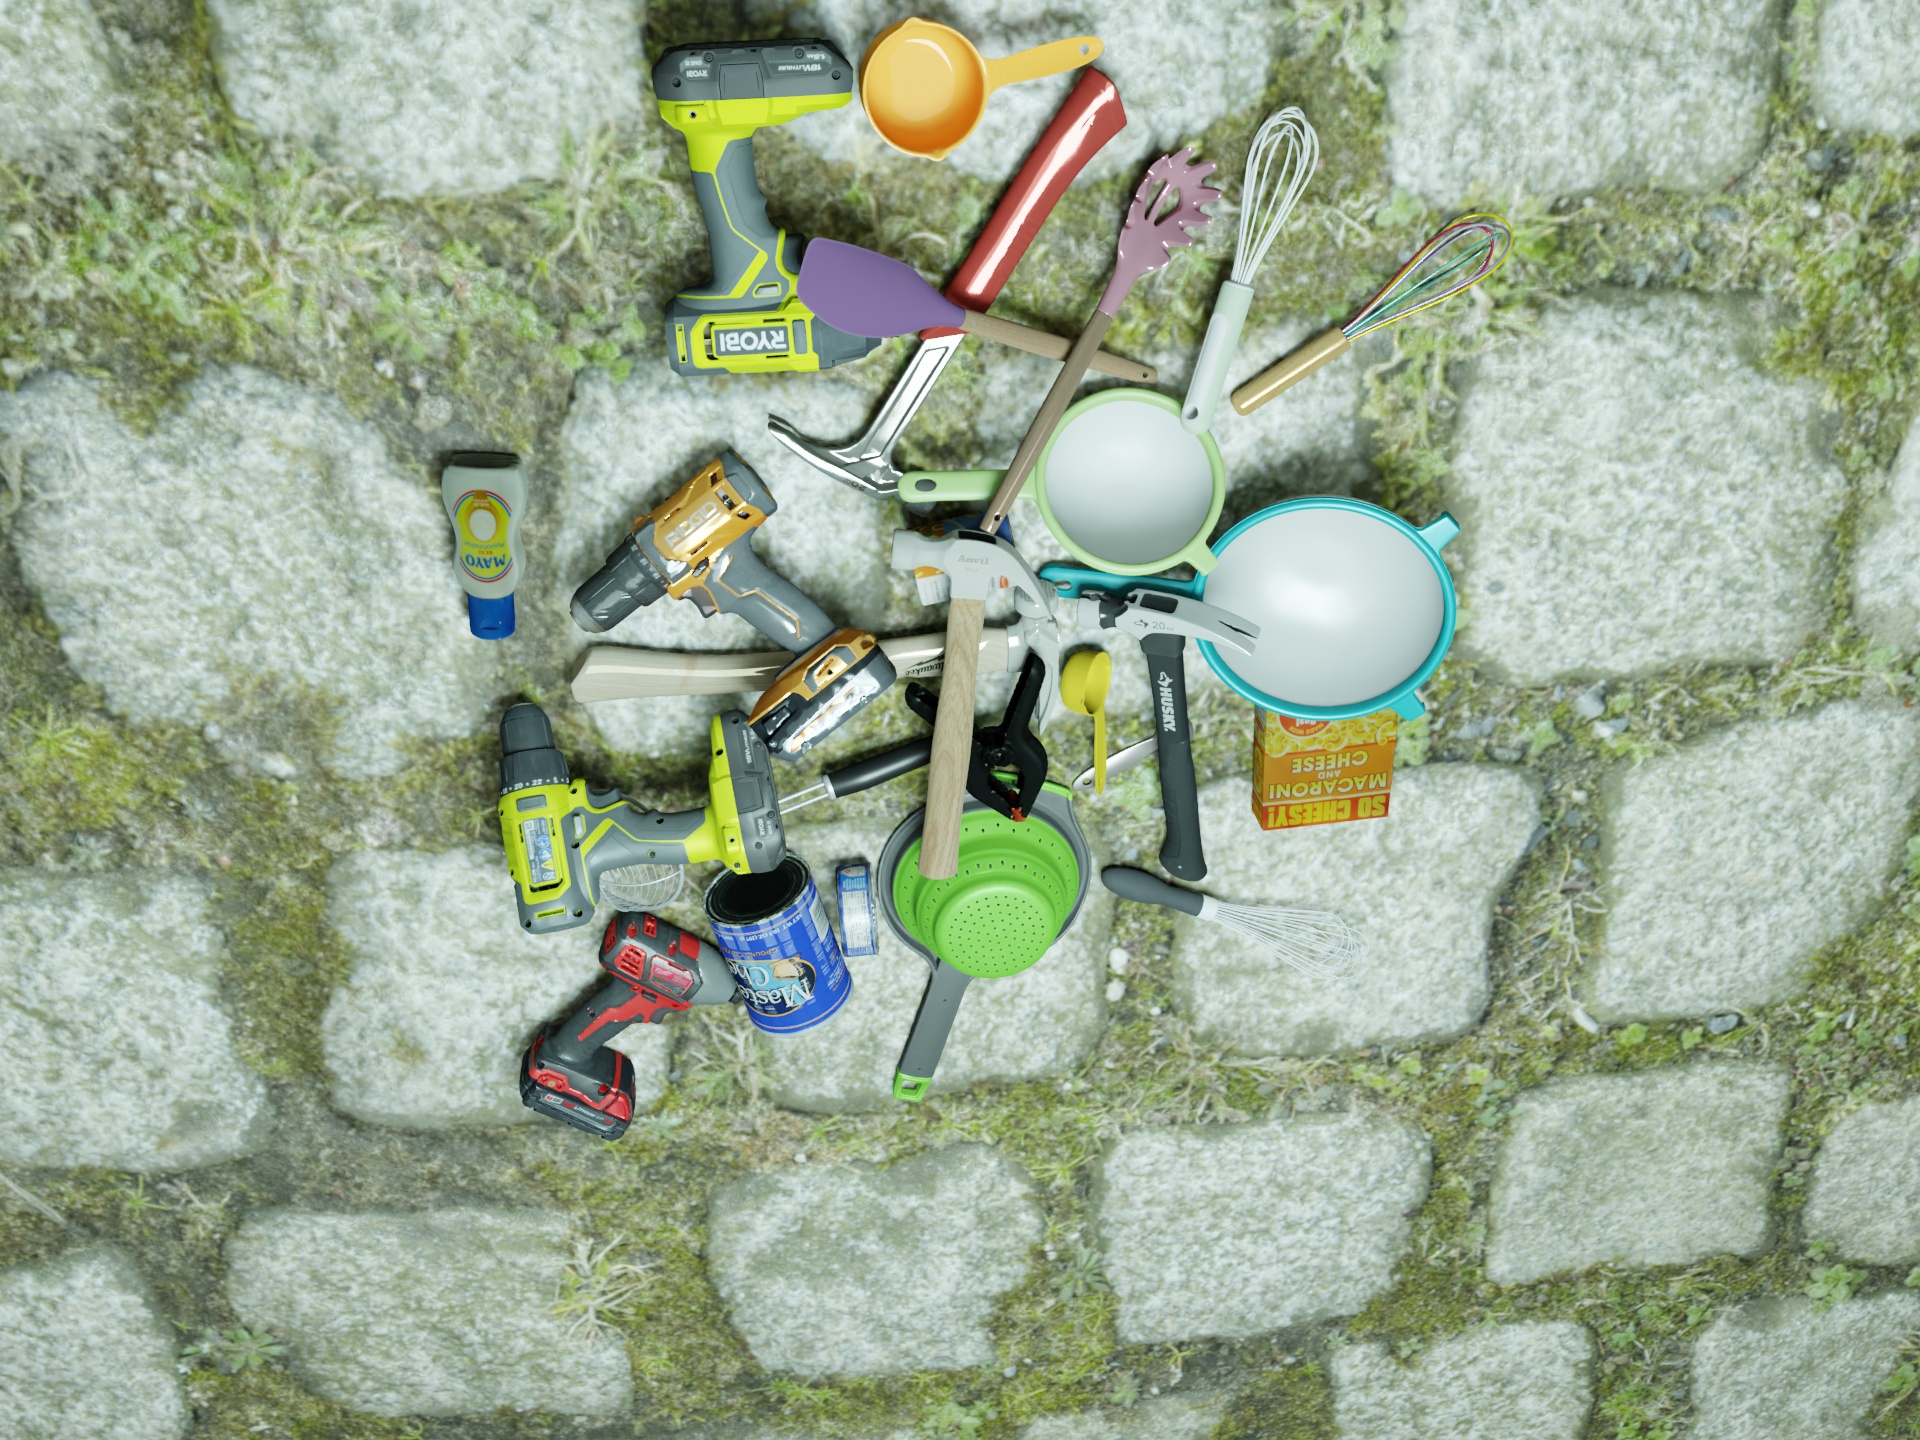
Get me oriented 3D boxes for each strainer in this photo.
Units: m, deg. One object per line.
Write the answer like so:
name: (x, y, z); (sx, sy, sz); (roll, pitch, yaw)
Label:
strainer: (0.078, -0.182, 1.267); (0.256, 0.069, 0.151); (-2, 82, -2)
strainer: (0.240, -0.118, 1.337); (0.340, 0.095, 0.210); (8, 127, 12)

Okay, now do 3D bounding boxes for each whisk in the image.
whisk: (0.319, -0.317, 1.250); (0.245, 0.051, 0.047); (-32, 99, 17)
whisk: (0.266, 0.189, 1.536); (0.284, 0.070, 0.070); (19, 117, -13)
whisk: (0.211, -0.334, 1.196); (0.059, 0.058, 0.246); (-5, 118, -48)

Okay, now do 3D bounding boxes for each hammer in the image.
hammer: (0.193, 0.024, 1.392); (0.146, 0.035, 0.334); (8, 136, 21)
hammer: (-0.002, -0.004, 1.314); (0.130, 0.031, 0.331); (4, 123, -3)
hammer: (-0.121, -0.038, 1.355); (0.410, 0.038, 0.146); (-4, 129, -2)
hammer: (0.001, -0.328, 1.201); (0.149, 0.037, 0.359); (26, 115, -21)

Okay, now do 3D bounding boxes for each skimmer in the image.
skimmer: (-0.179, 0.070, 1.421); (0.363, 0.090, 0.127); (-21, 114, -6)

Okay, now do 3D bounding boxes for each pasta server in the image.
pasta server: (0.097, -0.281, 1.196); (0.060, 0.040, 0.316); (26, 97, -22)

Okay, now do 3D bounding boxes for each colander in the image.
colander: (0.004, 0.238, 1.505); (0.204, 0.095, 0.396); (11, 118, -14)

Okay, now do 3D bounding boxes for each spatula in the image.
spatula: (0.021, -0.291, 1.184); (0.315, 0.018, 0.059); (8, 109, -32)

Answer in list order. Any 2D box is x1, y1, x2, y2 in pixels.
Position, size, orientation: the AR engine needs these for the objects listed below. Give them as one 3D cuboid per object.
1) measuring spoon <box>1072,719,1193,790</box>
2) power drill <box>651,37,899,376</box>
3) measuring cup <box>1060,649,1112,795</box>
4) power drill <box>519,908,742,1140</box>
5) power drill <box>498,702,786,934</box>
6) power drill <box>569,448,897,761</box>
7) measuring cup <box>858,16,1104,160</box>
measuring spoon: (0.157, 0.036, 1.448); (0.124, 0.018, 0.034); (-29, 120, 11)
power drill: (-0.131, -0.360, 1.129); (0.171, 0.080, 0.223); (-5, 117, -5)
measuring cup: (0.112, 0.004, 1.410); (0.029, 0.062, 0.156); (15, 133, 24)
power drill: (-0.311, 0.287, 1.509); (0.143, 0.079, 0.219); (30, 110, -23)
power drill: (-0.272, 0.064, 1.330); (0.228, 0.080, 0.191); (-11, 79, -5)
power drill: (-0.182, -0.074, 1.264); (0.185, 0.084, 0.226); (-38, 96, 4)
measuring cup: (0.012, -0.457, 1.118); (0.173, 0.052, 0.095); (-16, 122, -5)
